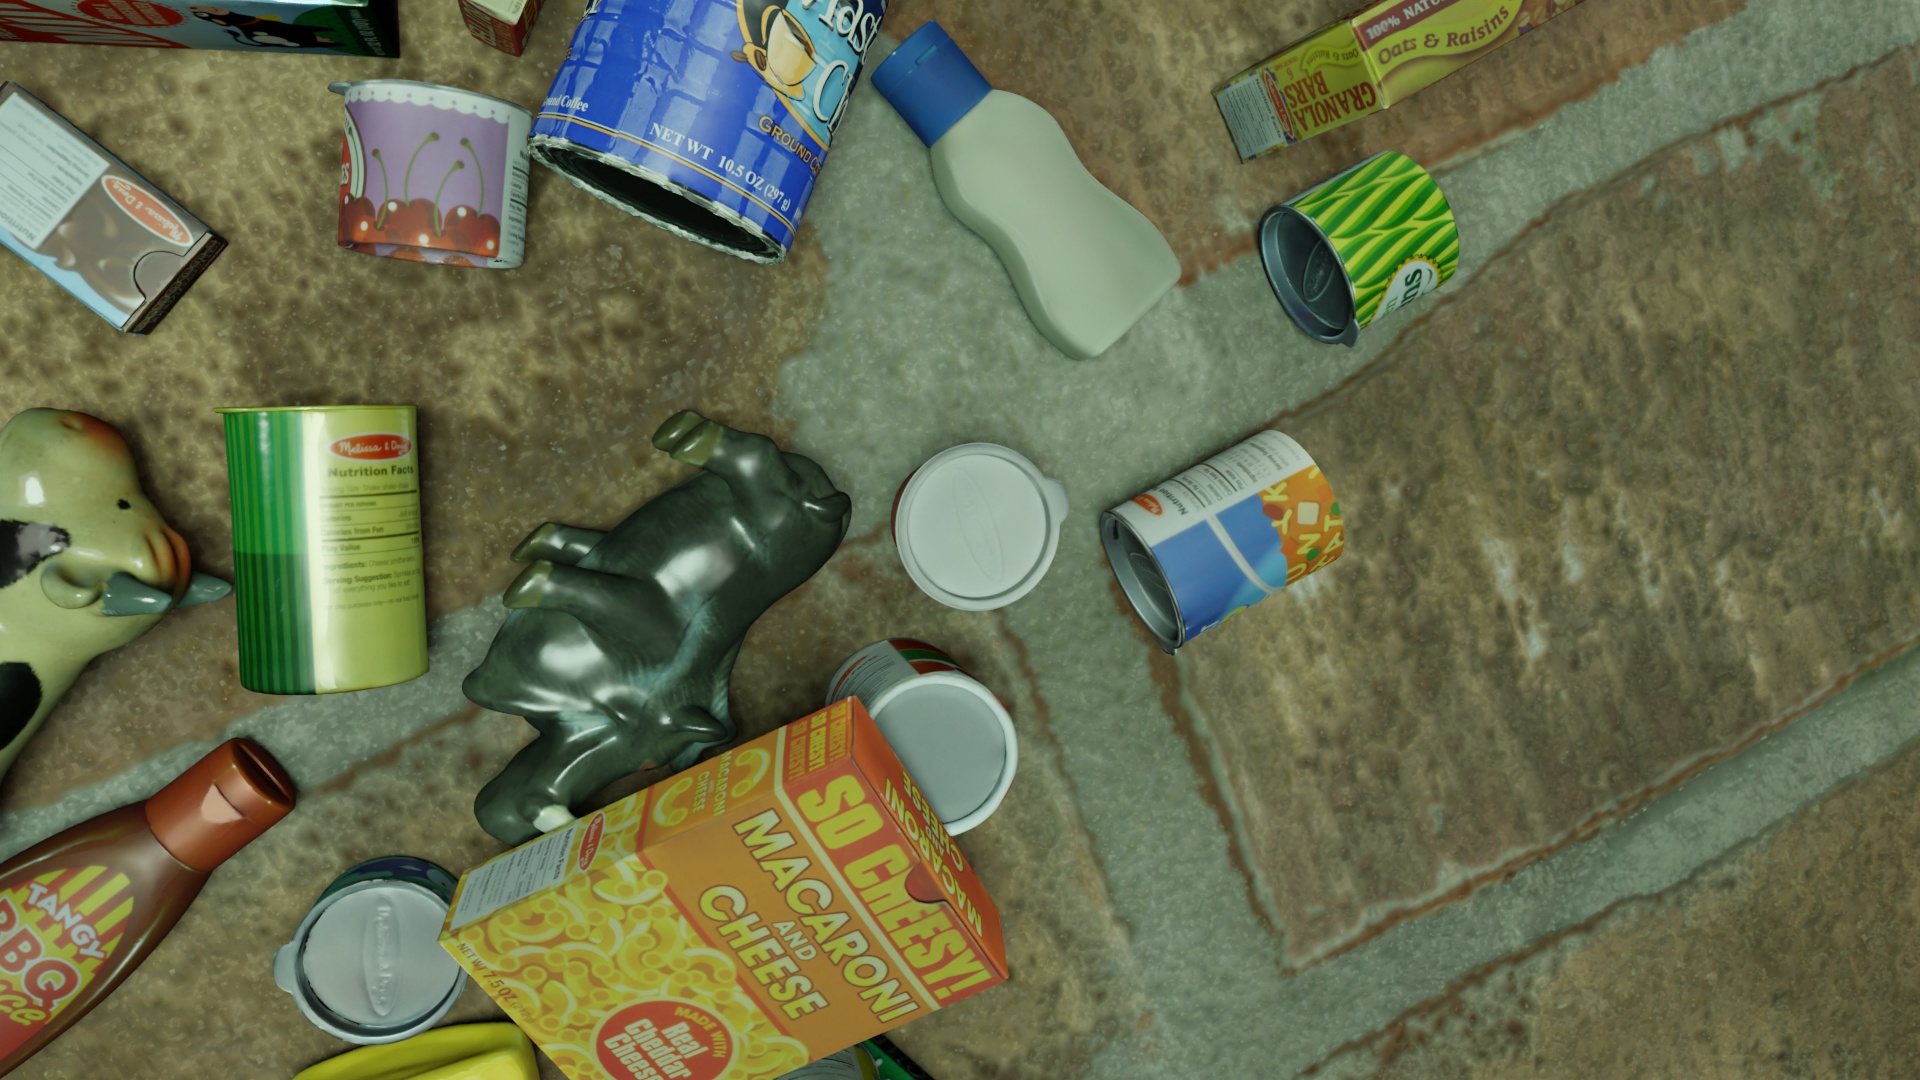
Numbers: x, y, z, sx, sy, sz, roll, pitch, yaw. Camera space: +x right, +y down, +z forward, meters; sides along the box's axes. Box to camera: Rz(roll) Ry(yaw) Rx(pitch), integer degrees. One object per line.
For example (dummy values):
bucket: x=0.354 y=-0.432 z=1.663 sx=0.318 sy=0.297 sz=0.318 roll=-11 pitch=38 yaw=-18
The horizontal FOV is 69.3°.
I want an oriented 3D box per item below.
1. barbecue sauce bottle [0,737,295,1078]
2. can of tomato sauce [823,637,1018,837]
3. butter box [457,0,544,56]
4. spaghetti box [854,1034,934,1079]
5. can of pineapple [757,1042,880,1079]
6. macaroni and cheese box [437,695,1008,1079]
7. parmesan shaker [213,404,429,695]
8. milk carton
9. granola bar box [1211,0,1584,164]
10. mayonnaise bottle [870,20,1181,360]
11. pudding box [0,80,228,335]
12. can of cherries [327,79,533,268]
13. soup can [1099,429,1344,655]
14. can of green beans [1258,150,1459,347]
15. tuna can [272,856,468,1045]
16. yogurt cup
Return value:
barbecue sauce bottle: x=-0.323 y=0.134 z=0.520 sx=0.149 sy=0.043 sz=0.065 roll=-38 pitch=101 yaw=-8
can of tomato sauce: x=-0.016 y=0.080 z=0.568 sx=0.071 sy=0.083 sz=0.071 roll=-1 pitch=95 yaw=-13
butter box: x=-0.159 y=-0.240 z=0.526 sx=0.024 sy=0.053 sz=0.103 roll=23 pitch=89 yaw=-17
spaghetti box: x=-0.060 y=0.224 z=0.596 sx=0.050 sy=0.029 sz=0.250 roll=-46 pitch=102 yaw=-5
can of pineapple: x=-0.059 y=0.236 z=0.551 sx=0.071 sy=0.058 sz=0.071 roll=-1 pitch=95 yaw=-13
macaroni and cheese box: x=-0.083 y=0.144 z=0.515 sx=0.166 sy=0.040 sz=0.123 roll=-25 pitch=118 yaw=9
parmesan shaker: x=-0.238 y=0.001 z=0.517 sx=0.071 sy=0.071 sz=0.103 roll=-2 pitch=95 yaw=-13
milk carton: x=-0.303 y=-0.217 z=0.484 sx=0.191 sy=0.072 sz=0.073 roll=-2 pitch=95 yaw=-14
granola bar box: x=0.203 y=-0.220 z=0.577 sx=0.166 sy=0.124 sz=0.039 roll=-30 pitch=102 yaw=-10
mayonnaise bottle: x=0.025 y=-0.148 z=0.583 sx=0.065 sy=0.041 sz=0.148 roll=-44 pitch=101 yaw=-8
pudding box: x=-0.322 y=-0.119 z=0.508 sx=0.083 sy=0.030 sz=0.050 roll=39 pitch=84 yaw=-13
can of cherries: x=-0.198 y=-0.135 z=0.518 sx=0.071 sy=0.071 sz=0.058 roll=4 pitch=95 yaw=-14
soup can: x=0.114 y=0.001 z=0.603 sx=0.084 sy=0.071 sz=0.071 roll=-27 pitch=100 yaw=-10
can of green beans: x=0.173 y=-0.128 z=0.607 sx=0.058 sy=0.071 sz=0.071 roll=-29 pitch=100 yaw=-10
tuna can: x=-0.230 y=0.161 z=0.549 sx=0.071 sy=0.033 sz=0.071 roll=-1 pitch=94 yaw=-13
yogurt cup: x=0.002 y=-0.007 z=0.581 sx=0.072 sy=0.054 sz=0.072 roll=-1 pitch=95 yaw=-13
